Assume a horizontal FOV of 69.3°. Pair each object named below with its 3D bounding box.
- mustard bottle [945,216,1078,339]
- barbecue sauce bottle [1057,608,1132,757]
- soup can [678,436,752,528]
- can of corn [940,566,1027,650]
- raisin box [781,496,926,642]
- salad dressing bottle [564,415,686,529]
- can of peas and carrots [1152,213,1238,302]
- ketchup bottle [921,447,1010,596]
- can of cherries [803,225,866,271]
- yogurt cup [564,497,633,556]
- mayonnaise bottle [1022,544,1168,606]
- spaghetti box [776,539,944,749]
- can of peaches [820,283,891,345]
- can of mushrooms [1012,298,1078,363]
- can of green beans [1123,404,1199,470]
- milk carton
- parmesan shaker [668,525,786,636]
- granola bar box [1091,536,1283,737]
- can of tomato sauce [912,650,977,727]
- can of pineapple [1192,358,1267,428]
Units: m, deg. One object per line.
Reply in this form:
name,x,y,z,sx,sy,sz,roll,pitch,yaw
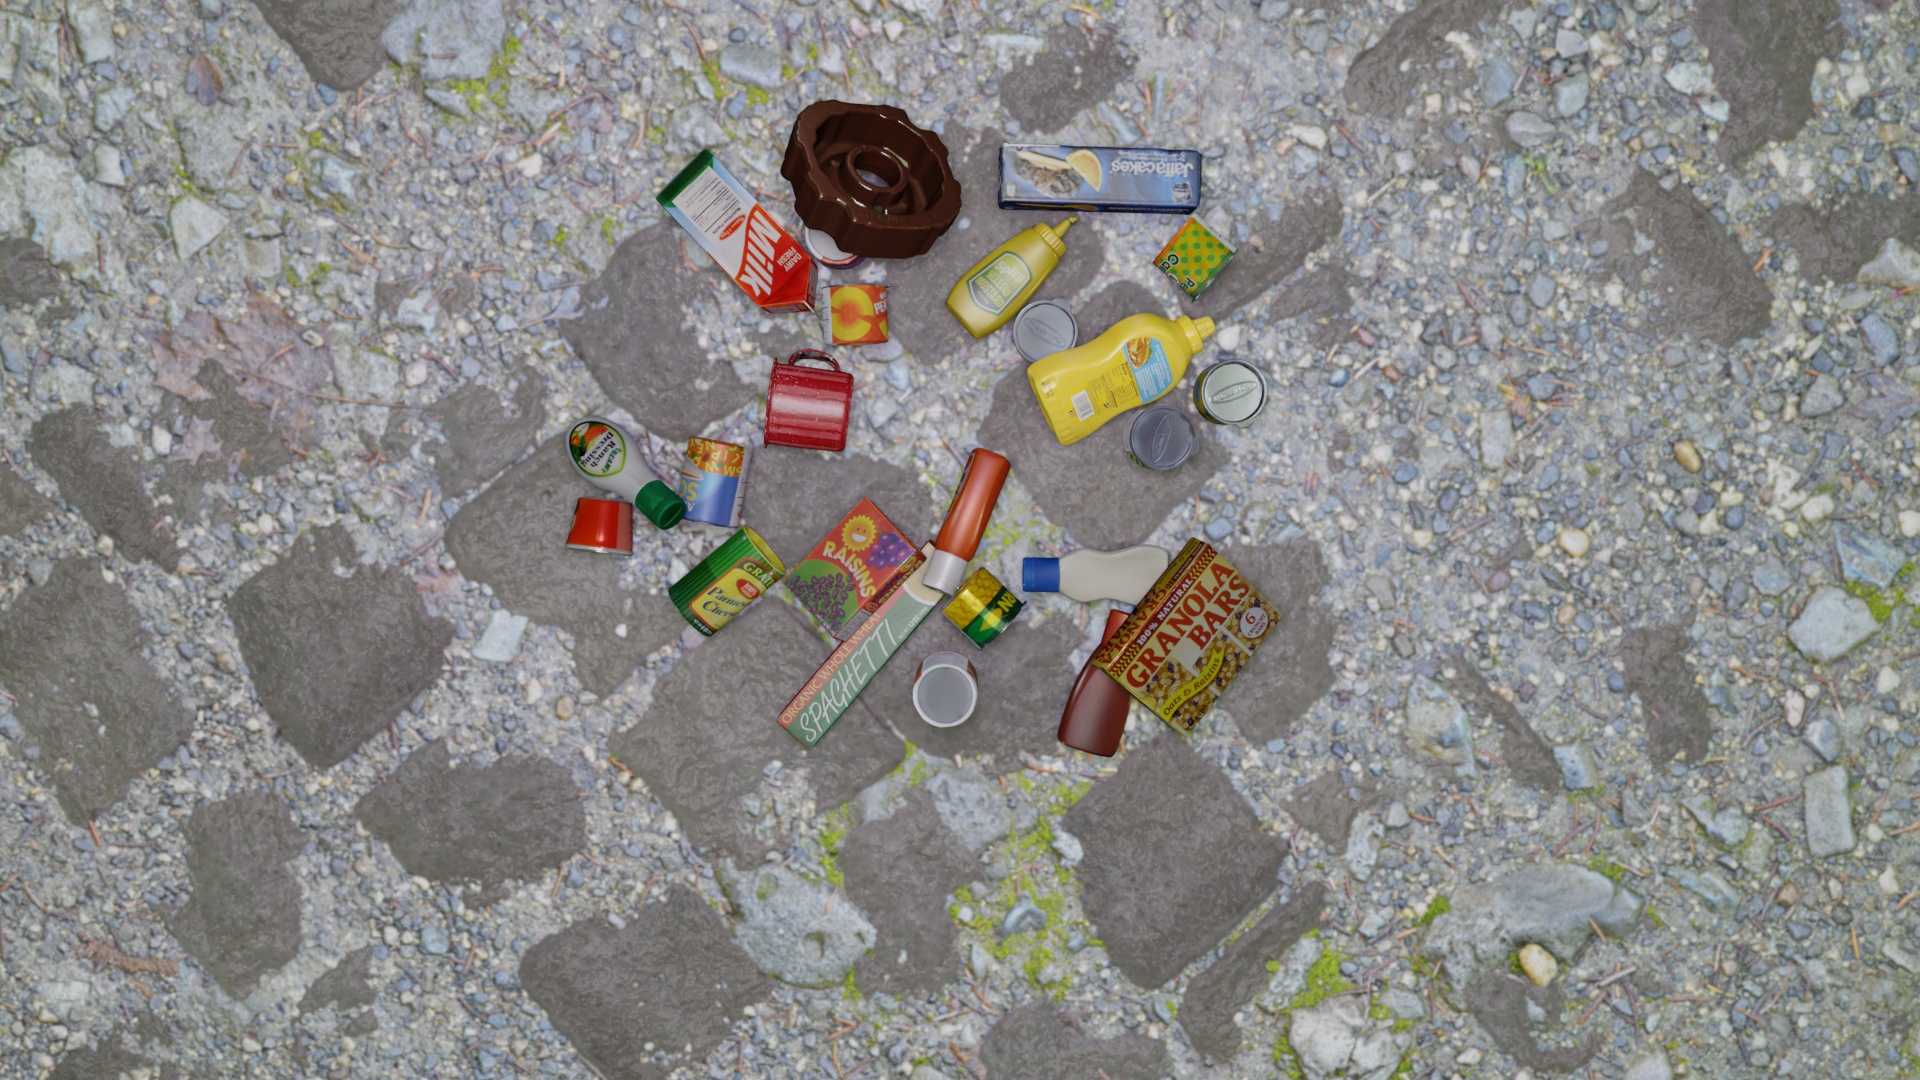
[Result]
mustard bottle,0.058,-0.276,1.409,0.160,0.049,0.065,-44,91,2
barbecue sauce bottle,0.151,0.146,1.438,0.065,0.044,0.148,17,93,-12
soup can,-0.254,-0.060,1.412,0.071,0.071,0.083,11,93,-1
can of corn,0.023,0.068,1.421,0.058,0.071,0.071,43,93,-2
raisin box,-0.108,0.030,1.418,0.123,0.040,0.086,-45,68,2
salad dressing bottle,-0.335,-0.067,1.395,0.148,0.044,0.064,39,85,22
can of peas and carrots,0.235,-0.285,1.401,0.059,0.071,0.071,40,93,-2
ketchup bottle,0.005,-0.018,1.405,0.043,0.064,0.149,22,81,2
can of cherries,-0.120,-0.309,1.402,0.071,0.058,0.071,0,94,0
yogurt cup,-0.365,-0.014,1.417,0.072,0.072,0.054,6,86,-1
mayonnaise bottle,0.138,0.036,1.434,0.148,0.041,0.064,1,95,1
spaghetti box,-0.094,0.109,1.442,0.050,0.029,0.250,41,92,-2
can of peaches,-0.104,-0.227,1.403,0.071,0.071,0.058,-2,94,0
can of mushrooms,0.088,-0.214,1.421,0.071,0.033,0.071,0,93,0
can of green beans,0.202,-0.104,1.416,0.071,0.058,0.071,0,94,0
milk carton,-0.209,-0.294,1.396,0.073,0.072,0.190,-44,92,3
parmesan shaker,-0.237,0.043,1.421,0.103,0.071,0.071,-40,93,3
granola bar box,0.232,0.099,1.411,0.124,0.039,0.165,40,86,-22
can of tomato sauce,-0.015,0.153,1.418,0.071,0.083,0.071,0,93,0
can of pineapple,0.273,-0.148,1.414,0.071,0.058,0.071,0,94,0
